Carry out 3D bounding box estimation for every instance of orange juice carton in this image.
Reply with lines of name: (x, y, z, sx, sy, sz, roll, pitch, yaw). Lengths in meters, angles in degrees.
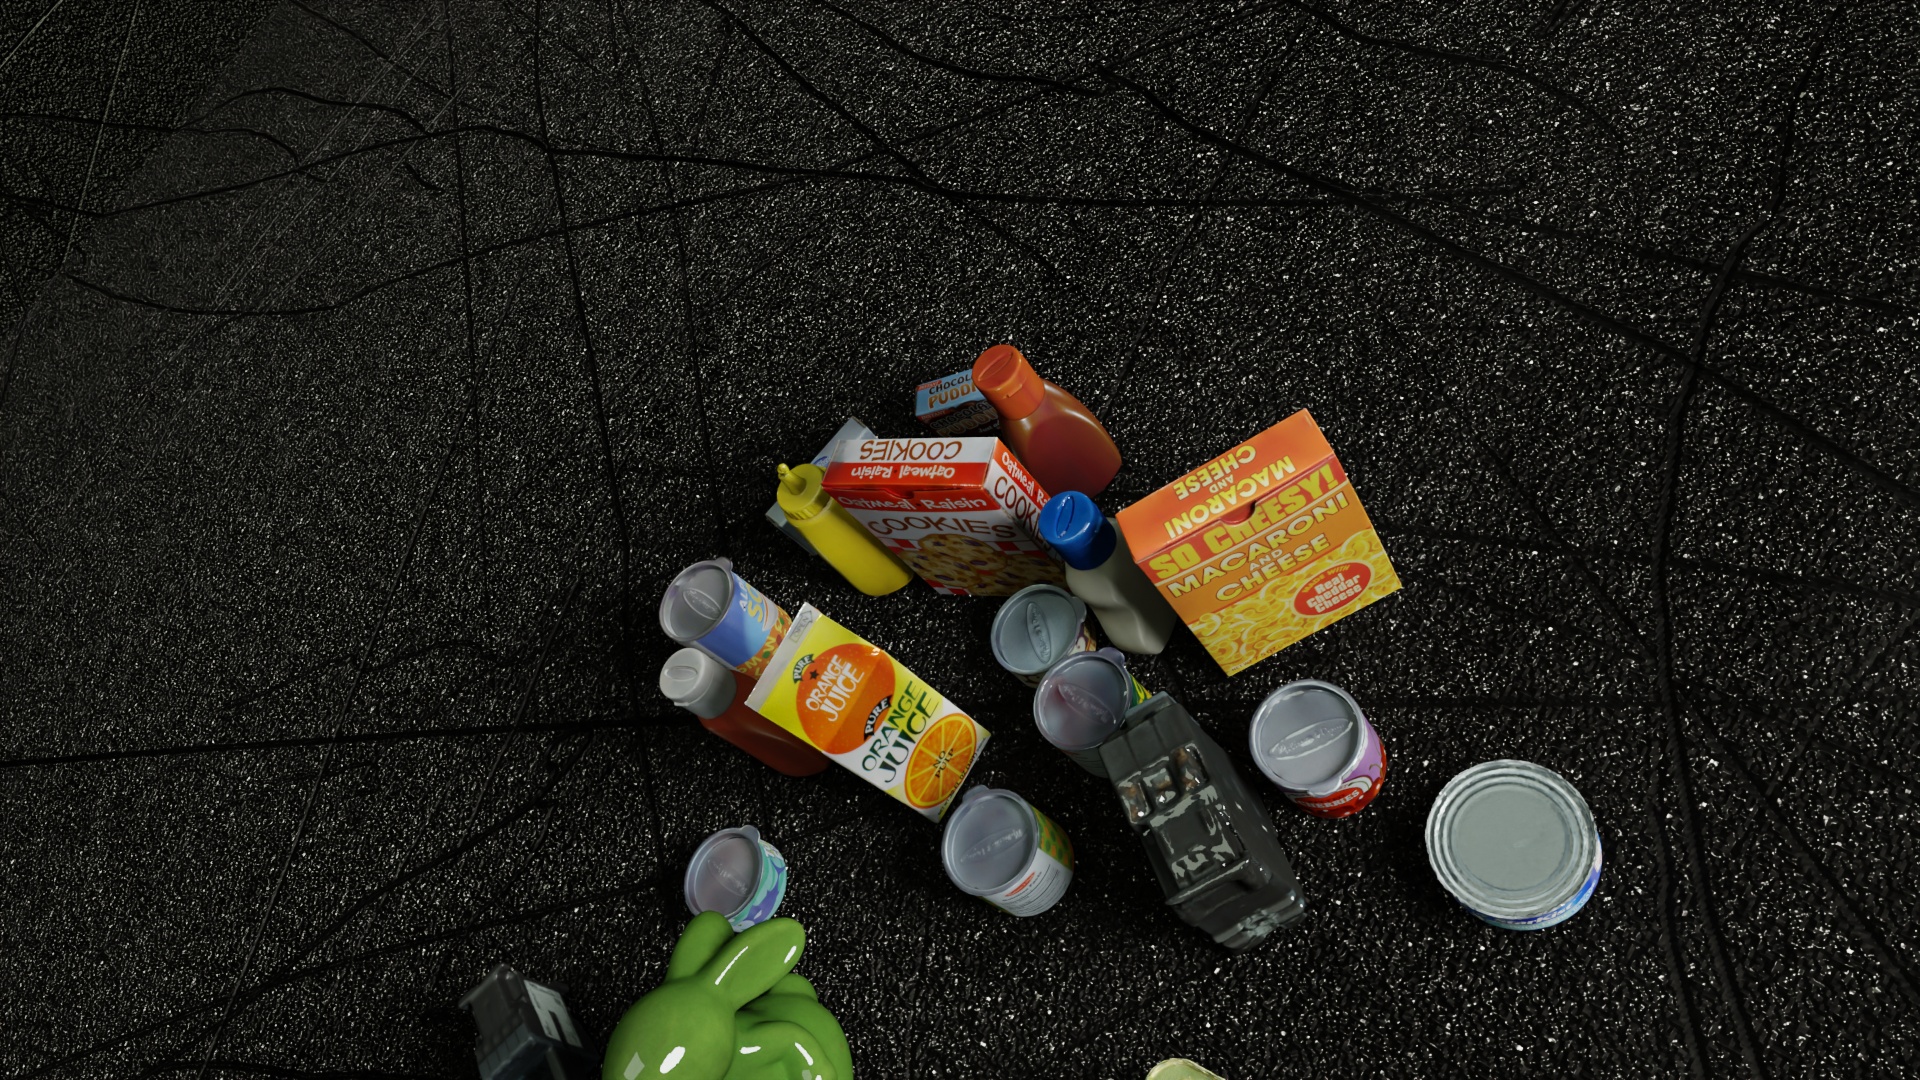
orange juice carton: (-0.065, 0.108, 0.887, 0.073, 0.192, 0.072, 23, 77, 38)

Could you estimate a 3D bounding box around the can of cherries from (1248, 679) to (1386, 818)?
can of cherries: (0.208, 0.124, 0.805, 0.071, 0.058, 0.072, -14, 57, 23)

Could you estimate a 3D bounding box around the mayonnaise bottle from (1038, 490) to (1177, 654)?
mayonnaise bottle: (0.095, 0.018, 0.876, 0.041, 0.147, 0.065, 3, 65, 32)

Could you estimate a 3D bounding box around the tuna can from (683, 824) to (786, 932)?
tuna can: (-0.155, 0.235, 0.969, 0.071, 0.032, 0.071, -14, 57, 23)

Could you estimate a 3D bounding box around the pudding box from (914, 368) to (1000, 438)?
pudding box: (0.012, -0.106, 1.062, 0.083, 0.049, 0.030, -14, 57, 23)

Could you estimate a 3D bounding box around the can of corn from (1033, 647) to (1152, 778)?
can of corn: (0.090, 0.109, 0.883, 0.071, 0.058, 0.071, -14, 57, 23)

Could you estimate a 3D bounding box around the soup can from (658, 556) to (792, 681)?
soup can: (-0.173, 0.060, 1.050, 0.071, 0.083, 0.071, -14, 57, 23)

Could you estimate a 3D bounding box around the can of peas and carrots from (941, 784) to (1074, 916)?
can of peas and carrots: (0.029, 0.194, 0.868, 0.071, 0.058, 0.071, -14, 57, 23)

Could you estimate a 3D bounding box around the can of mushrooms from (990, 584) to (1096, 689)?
can of mushrooms: (0.059, 0.065, 0.943, 0.071, 0.033, 0.071, -14, 57, 23)

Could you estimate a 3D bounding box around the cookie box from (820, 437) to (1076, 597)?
cookie box: (0.003, -0.012, 0.935, 0.123, 0.167, 0.040, 1, 64, 31)

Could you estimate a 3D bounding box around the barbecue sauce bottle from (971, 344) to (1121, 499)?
barbecue sauce bottle: (0.057, -0.079, 0.955, 0.065, 0.148, 0.044, -39, 51, 6)

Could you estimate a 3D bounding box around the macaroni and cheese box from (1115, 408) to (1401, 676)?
macaroni and cheese box: (0.180, 0.008, 0.820, 0.123, 0.166, 0.040, -30, 52, 12)

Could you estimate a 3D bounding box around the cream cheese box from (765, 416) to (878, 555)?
cream cheese box: (-0.099, -0.042, 1.087, 0.104, 0.053, 0.024, -49, 50, -3)

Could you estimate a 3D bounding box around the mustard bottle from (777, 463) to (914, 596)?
mustard bottle: (-0.089, -0.016, 0.996, 0.049, 0.160, 0.065, -29, 52, 13)

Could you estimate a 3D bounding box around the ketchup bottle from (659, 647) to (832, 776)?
ketchup bottle: (-0.148, 0.120, 0.958, 0.064, 0.148, 0.044, 0, 63, 31)
